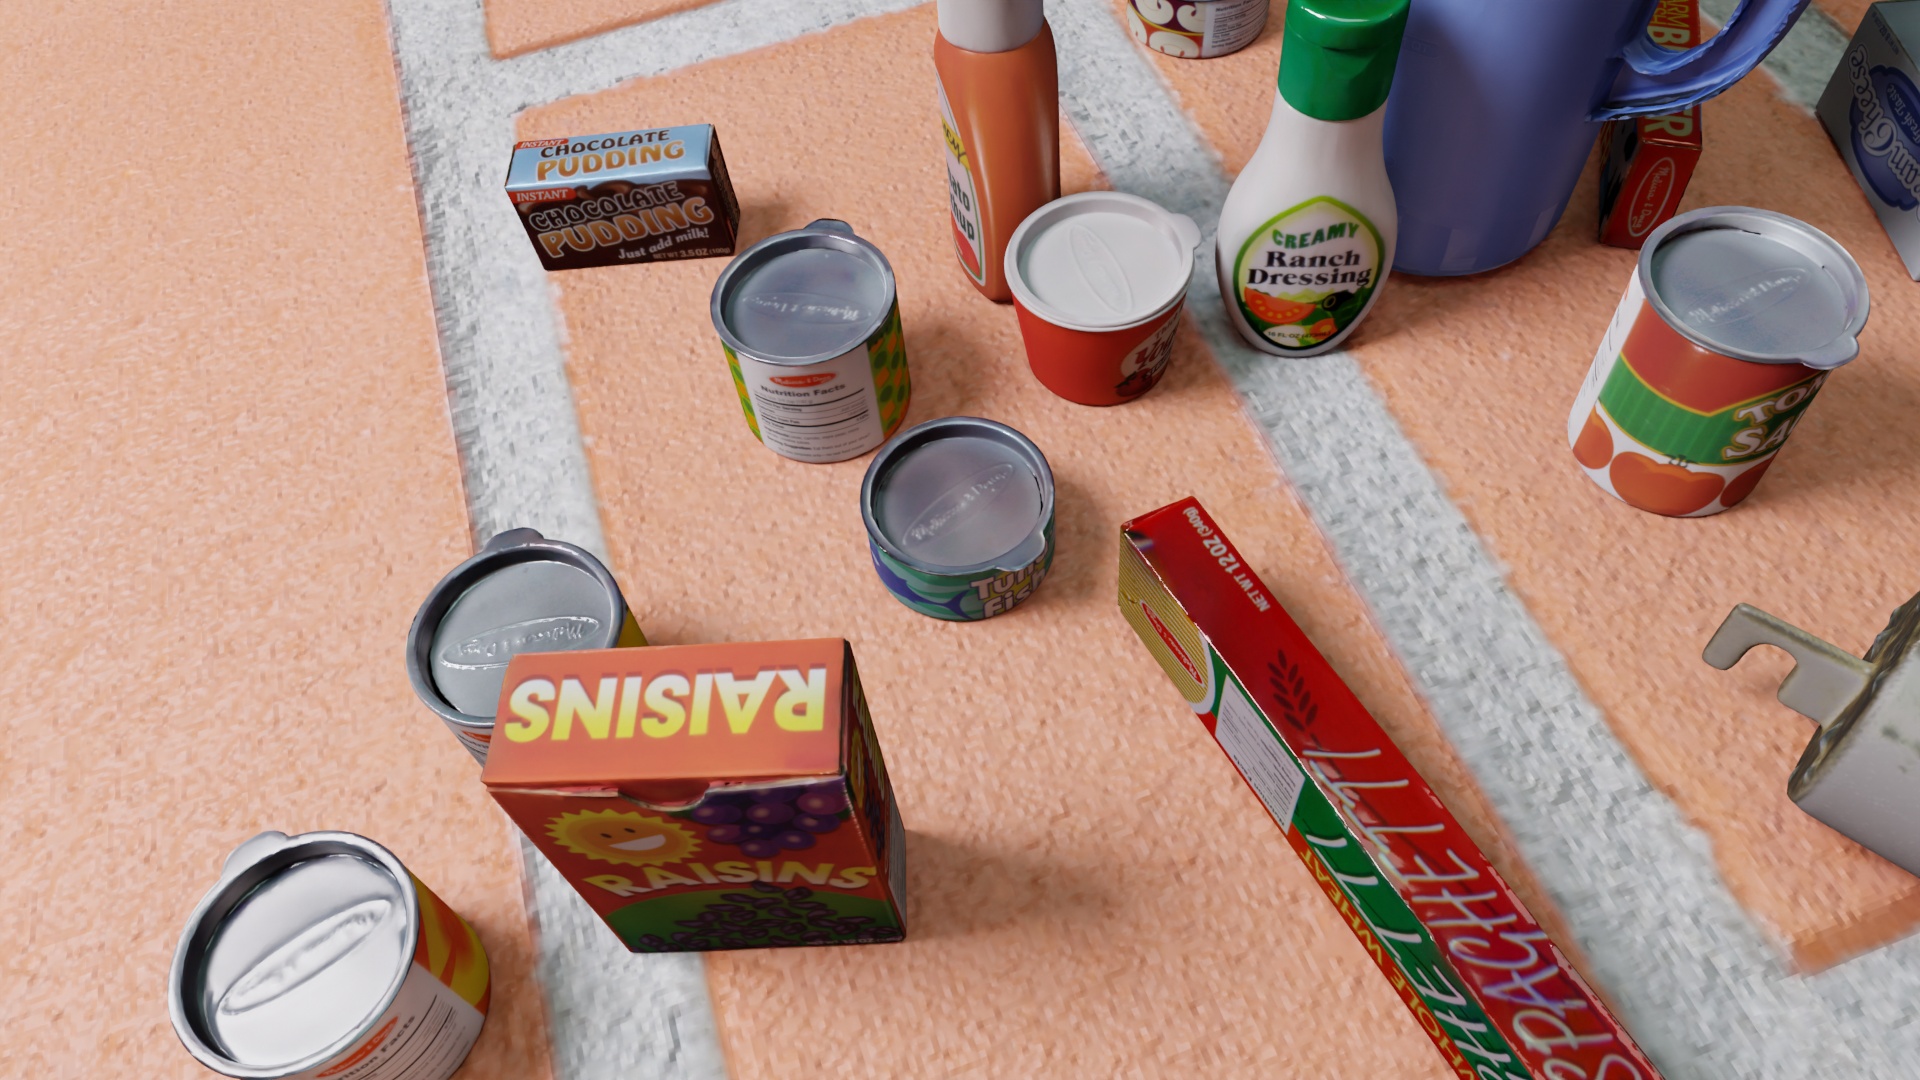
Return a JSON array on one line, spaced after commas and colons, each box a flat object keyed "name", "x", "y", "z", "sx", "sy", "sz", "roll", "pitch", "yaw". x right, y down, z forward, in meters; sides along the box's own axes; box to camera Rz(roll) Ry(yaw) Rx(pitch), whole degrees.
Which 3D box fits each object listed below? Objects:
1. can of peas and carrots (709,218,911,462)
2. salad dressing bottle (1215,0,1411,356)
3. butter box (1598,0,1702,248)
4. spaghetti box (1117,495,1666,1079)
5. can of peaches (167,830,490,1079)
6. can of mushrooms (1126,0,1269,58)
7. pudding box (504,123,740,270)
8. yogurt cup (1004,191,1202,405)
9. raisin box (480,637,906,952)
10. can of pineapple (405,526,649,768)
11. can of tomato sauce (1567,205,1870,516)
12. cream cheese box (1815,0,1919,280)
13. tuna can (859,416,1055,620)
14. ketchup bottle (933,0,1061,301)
[{"name": "can of peas and carrots", "x": -0.053, "y": -0.073, "z": 0.513, "sx": 0.071, "sy": 0.058, "sz": 0.071, "roll": -2, "pitch": 56, "yaw": 4}, {"name": "salad dressing bottle", "x": 0.123, "y": -0.128, "z": 0.481, "sx": 0.064, "sy": 0.147, "sz": 0.044, "roll": 1, "pitch": 56, "yaw": 6}, {"name": "butter box", "x": 0.274, "y": -0.171, "z": 0.554, "sx": 0.024, "sy": 0.053, "sz": 0.104, "roll": 11, "pitch": 57, "yaw": 12}, {"name": "spaghetti box", "x": 0.121, "y": 0.092, "z": 0.389, "sx": 0.029, "sy": 0.050, "sz": 0.251, "roll": -26, "pitch": 57, "yaw": -12}, {"name": "can of peaches", "x": -0.175, "y": 0.121, "z": 0.390, "sx": 0.071, "sy": 0.057, "sz": 0.071, "roll": -2, "pitch": 56, "yaw": 4}, {"name": "can of mushrooms", "x": 0.108, "y": -0.256, "z": 0.639, "sx": 0.071, "sy": 0.033, "sz": 0.071, "roll": -2, "pitch": 56, "yaw": 4}, {"name": "pudding box", "x": -0.138, "y": -0.142, "z": 0.573, "sx": 0.084, "sy": 0.049, "sz": 0.030, "roll": -4, "pitch": 56, "yaw": 2}, {"name": "yogurt cup", "x": 0.051, "y": -0.087, "z": 0.516, "sx": 0.072, "sy": 0.053, "sz": 0.073, "roll": -2, "pitch": 56, "yaw": 4}, {"name": "raisin box", "x": -0.064, "y": 0.073, "z": 0.374, "sx": 0.086, "sy": 0.122, "sz": 0.040, "roll": -2, "pitch": 56, "yaw": 4}, {"name": "can of pineapple", "x": -0.132, "y": 0.041, "z": 0.442, "sx": 0.071, "sy": 0.057, "sz": 0.071, "roll": -2, "pitch": 56, "yaw": 4}, {"name": "can of tomato sauce", "x": 0.248, "y": -0.056, "z": 0.459, "sx": 0.071, "sy": 0.082, "sz": 0.071, "roll": -2, "pitch": 56, "yaw": 4}, {"name": "cream cheese box", "x": 0.370, "y": -0.154, "z": 0.534, "sx": 0.024, "sy": 0.053, "sz": 0.104, "roll": -4, "pitch": 55, "yaw": 3}, {"name": "tuna can", "x": 0.002, "y": -0.006, "z": 0.477, "sx": 0.071, "sy": 0.032, "sz": 0.071, "roll": -2, "pitch": 56, "yaw": 4}, {"name": "ketchup bottle", "x": 0.014, "y": -0.160, "z": 0.512, "sx": 0.043, "sy": 0.148, "sz": 0.065, "roll": -14, "pitch": 56, "yaw": -4}]
